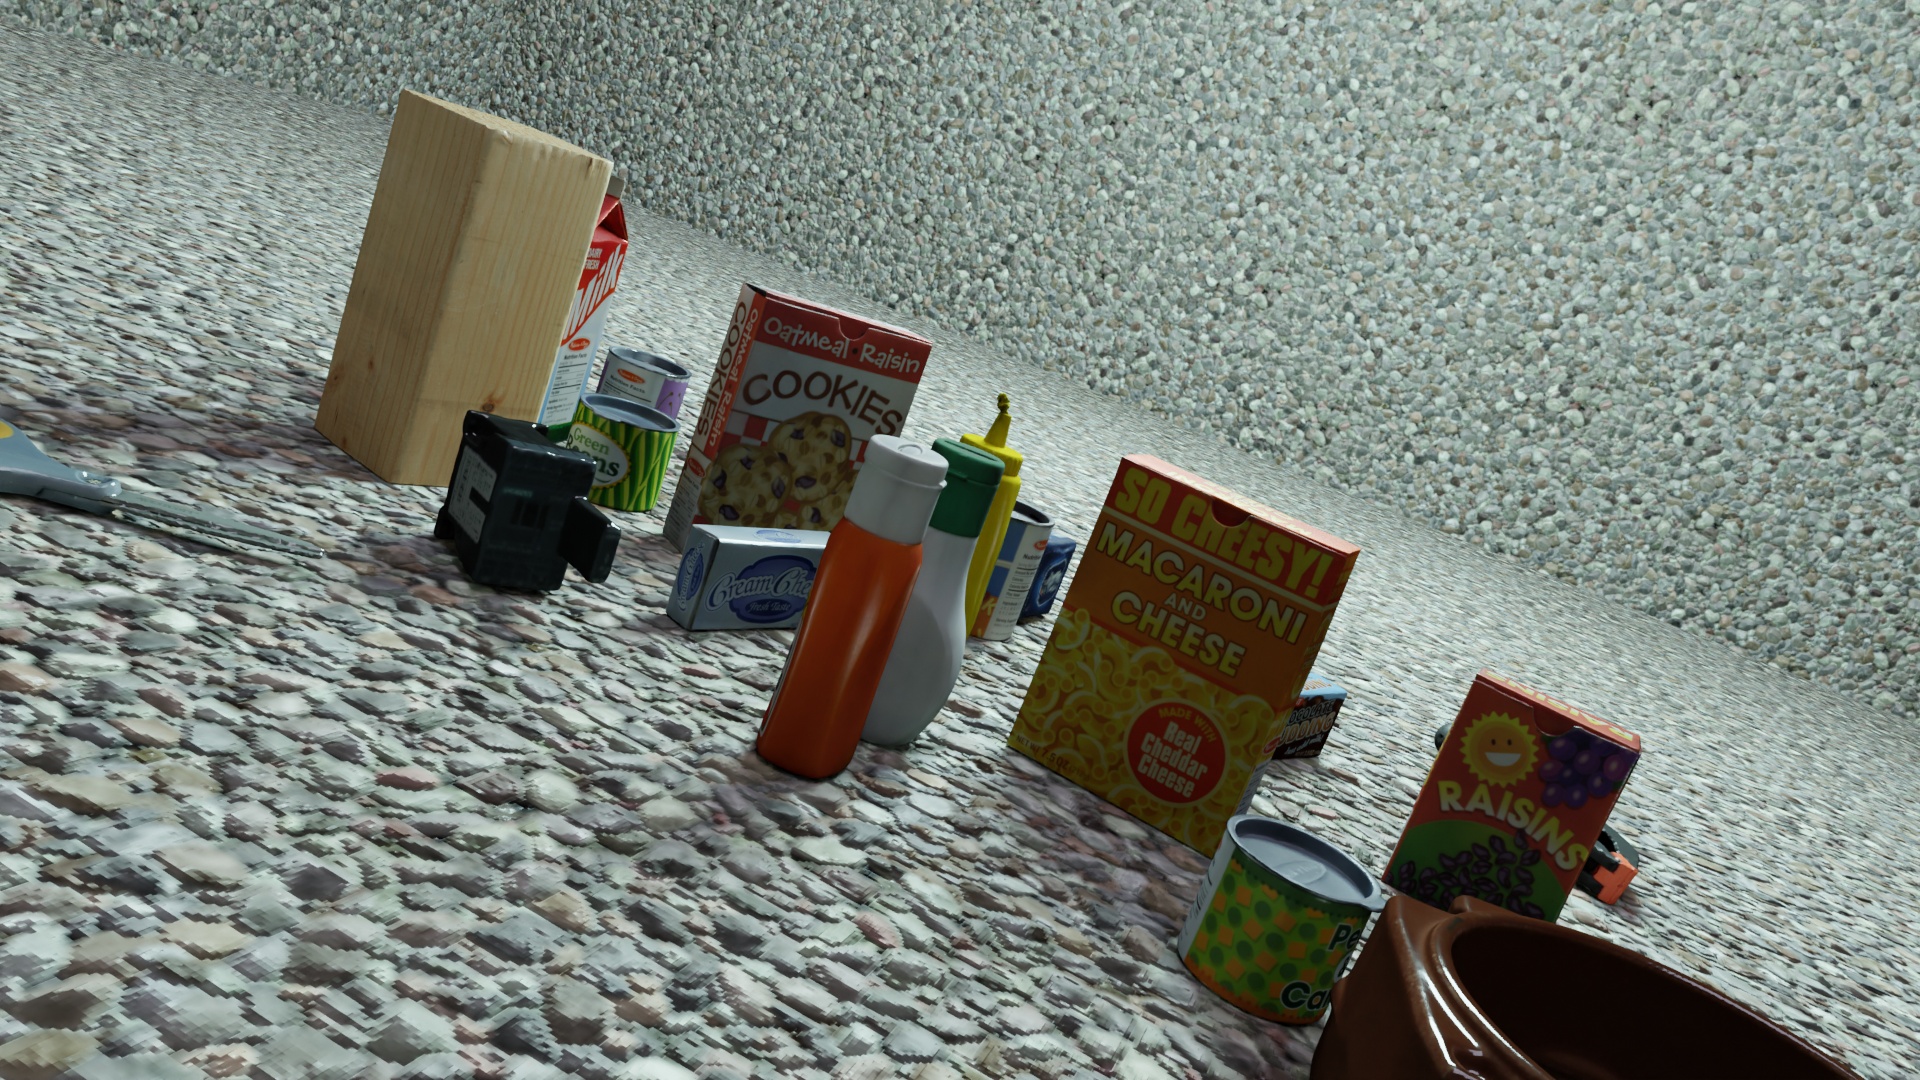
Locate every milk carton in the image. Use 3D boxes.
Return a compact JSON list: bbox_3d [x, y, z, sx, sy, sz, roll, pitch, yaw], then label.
[{"bbox_3d":[-0.286,-0.165,0.946,0.072,0.190,0.073,22,12,5],"label":"milk carton"}]

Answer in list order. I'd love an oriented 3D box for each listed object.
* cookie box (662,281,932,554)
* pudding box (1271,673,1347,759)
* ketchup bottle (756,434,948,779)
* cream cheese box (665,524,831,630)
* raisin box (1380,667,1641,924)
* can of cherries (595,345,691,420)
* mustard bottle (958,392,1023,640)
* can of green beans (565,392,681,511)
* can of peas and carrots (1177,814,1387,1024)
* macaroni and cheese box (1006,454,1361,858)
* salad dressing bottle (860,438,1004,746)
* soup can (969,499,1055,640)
[{"bbox_3d":[-0.101,-0.065,0.870,0.123,0.167,0.040,11,16,-37],"label":"cookie box"},{"bbox_3d":[0.207,0.111,0.885,0.084,0.049,0.030,7,19,-47],"label":"pudding box"},{"bbox_3d":[-0.046,0.028,0.615,0.043,0.148,0.065,22,12,4],"label":"ketchup bottle"},{"bbox_3d":[-0.109,0.021,0.761,0.024,0.053,0.104,30,16,35],"label":"cream cheese box"},{"bbox_3d":[0.285,0.140,0.722,0.086,0.123,0.040,26,13,24],"label":"raisin box"},{"bbox_3d":[-0.249,-0.113,1.085,0.071,0.058,0.071,20,13,-4],"label":"can of cherries"},{"bbox_3d":[0.003,-0.010,0.822,0.049,0.159,0.065,18,13,-13],"label":"mustard bottle"},{"bbox_3d":[-0.221,-0.057,0.898,0.071,0.057,0.071,20,13,-4],"label":"can of green beans"},{"bbox_3d":[0.132,0.155,0.568,0.071,0.058,0.071,20,13,-4],"label":"can of peas and carrots"},{"bbox_3d":[0.110,0.056,0.702,0.124,0.166,0.040,26,13,23],"label":"macaroni and cheese box"},{"bbox_3d":[-0.020,0.025,0.671,0.064,0.147,0.044,22,12,8],"label":"salad dressing bottle"},{"bbox_3d":[0.015,0.013,0.914,0.071,0.083,0.071,20,13,-4],"label":"soup can"}]
